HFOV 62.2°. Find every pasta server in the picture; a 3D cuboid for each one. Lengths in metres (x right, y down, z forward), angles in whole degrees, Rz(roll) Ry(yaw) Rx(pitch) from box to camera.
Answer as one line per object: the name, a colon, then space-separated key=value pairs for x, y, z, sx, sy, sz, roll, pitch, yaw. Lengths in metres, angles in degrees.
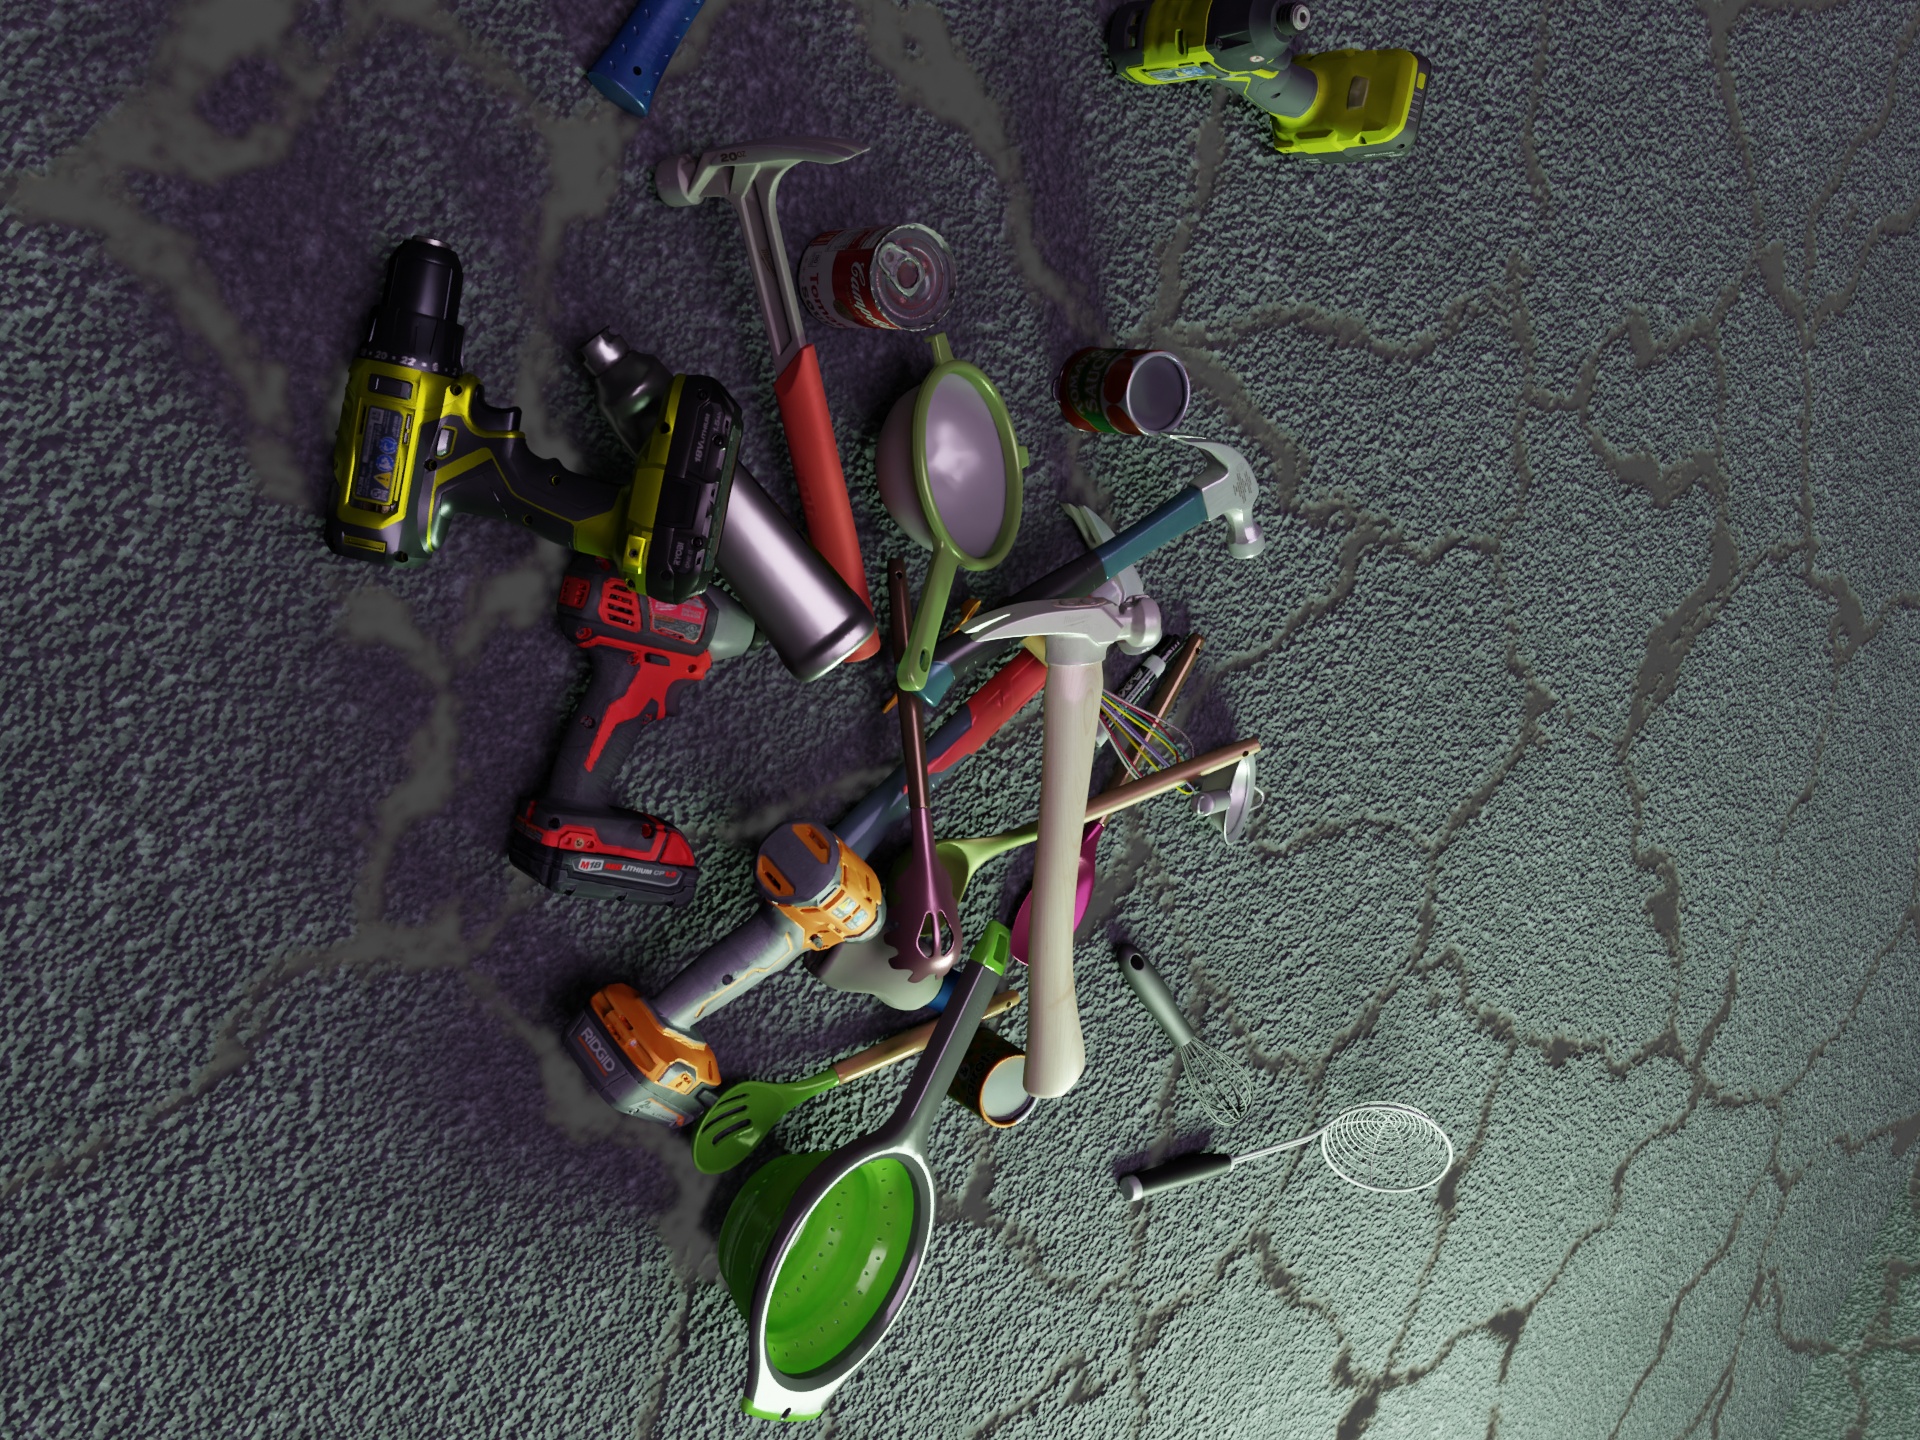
pasta server: x=-0.035 y=0.038 z=1.181 sx=0.060 sy=0.040 sz=0.316 roll=-5 pitch=88 yaw=-21

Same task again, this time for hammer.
hammer: x=-0.096 y=-0.204 z=1.069 sx=0.037 sy=0.149 sz=0.358 roll=-48 pitch=135 yaw=-48
hammer: x=0.065 y=0.107 z=1.202 sx=0.146 sy=0.038 sz=0.410 roll=-6 pitch=113 yaw=-21
hammer: x=-0.120 y=-0.566 z=1.006 sx=0.144 sy=0.035 sz=0.405 roll=34 pitch=82 yaw=-36
hammer: x=-0.002 y=-0.004 z=1.232 sx=0.386 sy=0.038 sz=0.143 roll=-43 pitch=121 yaw=-19
hammer: x=0.093 y=-0.107 z=1.189 sx=0.331 sy=0.033 sz=0.128 roll=-33 pitch=126 yaw=-18

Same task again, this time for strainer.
strainer: x=0.219 y=0.065 z=1.347 sx=0.258 sy=0.050 sz=0.087 roll=3 pitch=98 yaw=-73
strainer: x=-0.028 y=-0.134 z=1.127 sx=0.151 sy=0.069 sz=0.256 roll=45 pitch=50 yaw=-49

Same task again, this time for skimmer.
skimmer: x=0.319 y=0.439 z=1.538 sx=0.363 sy=0.090 sz=0.127 roll=-4 pitch=136 yaw=-32

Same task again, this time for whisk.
whisk: x=0.204 y=0.285 z=1.447 sx=0.055 sy=0.055 sz=0.238 roll=-44 pitch=118 yaw=-18
whisk: x=0.109 y=-0.018 z=1.261 sx=0.244 sy=0.051 sz=0.047 roll=42 pitch=56 yaw=-28

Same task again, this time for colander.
colander: x=-0.080 y=0.325 z=1.221 sx=0.204 sy=0.095 sz=0.397 roll=42 pitch=70 yaw=-53

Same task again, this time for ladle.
ladle: x=0.091 y=0.083 z=1.243 sx=0.320 sy=0.062 sz=0.078 roll=-21 pitch=129 yaw=-4

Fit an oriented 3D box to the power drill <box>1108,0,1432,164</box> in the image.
power drill: x=0.246 y=-0.492 z=1.201 sx=0.223 sy=0.171 sz=0.080 roll=4 pitch=100 yaw=-39

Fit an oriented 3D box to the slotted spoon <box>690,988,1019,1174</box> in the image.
slotted spoon: x=-0.079 y=0.273 z=1.257 sx=0.313 sy=0.031 sz=0.070 roll=-18 pitch=120 yaw=-33

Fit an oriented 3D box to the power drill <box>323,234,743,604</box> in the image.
power drill: x=-0.250 y=-0.171 z=0.943 sx=0.228 sy=0.080 sz=0.190 roll=12 pitch=96 yaw=-3

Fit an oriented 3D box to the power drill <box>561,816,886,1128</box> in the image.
power drill: x=-0.148 y=0.177 z=1.110 sx=0.226 sy=0.084 sz=0.164 roll=-43 pitch=153 yaw=-4

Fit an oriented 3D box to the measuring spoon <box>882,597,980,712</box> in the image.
measuring spoon: x=-0.024 y=-0.051 z=1.219 sx=0.011 sy=0.021 sz=0.117 roll=38 pitch=77 yaw=8

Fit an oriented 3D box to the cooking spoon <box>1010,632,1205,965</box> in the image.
cooking spoon: x=0.129 y=0.065 z=1.354 sx=0.068 sy=0.017 sz=0.319 roll=34 pitch=82 yaw=-37

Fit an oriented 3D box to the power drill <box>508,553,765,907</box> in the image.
power drill: x=-0.213 y=0.007 z=1.066 sx=0.143 sy=0.079 sz=0.219 roll=12 pitch=92 yaw=-37
